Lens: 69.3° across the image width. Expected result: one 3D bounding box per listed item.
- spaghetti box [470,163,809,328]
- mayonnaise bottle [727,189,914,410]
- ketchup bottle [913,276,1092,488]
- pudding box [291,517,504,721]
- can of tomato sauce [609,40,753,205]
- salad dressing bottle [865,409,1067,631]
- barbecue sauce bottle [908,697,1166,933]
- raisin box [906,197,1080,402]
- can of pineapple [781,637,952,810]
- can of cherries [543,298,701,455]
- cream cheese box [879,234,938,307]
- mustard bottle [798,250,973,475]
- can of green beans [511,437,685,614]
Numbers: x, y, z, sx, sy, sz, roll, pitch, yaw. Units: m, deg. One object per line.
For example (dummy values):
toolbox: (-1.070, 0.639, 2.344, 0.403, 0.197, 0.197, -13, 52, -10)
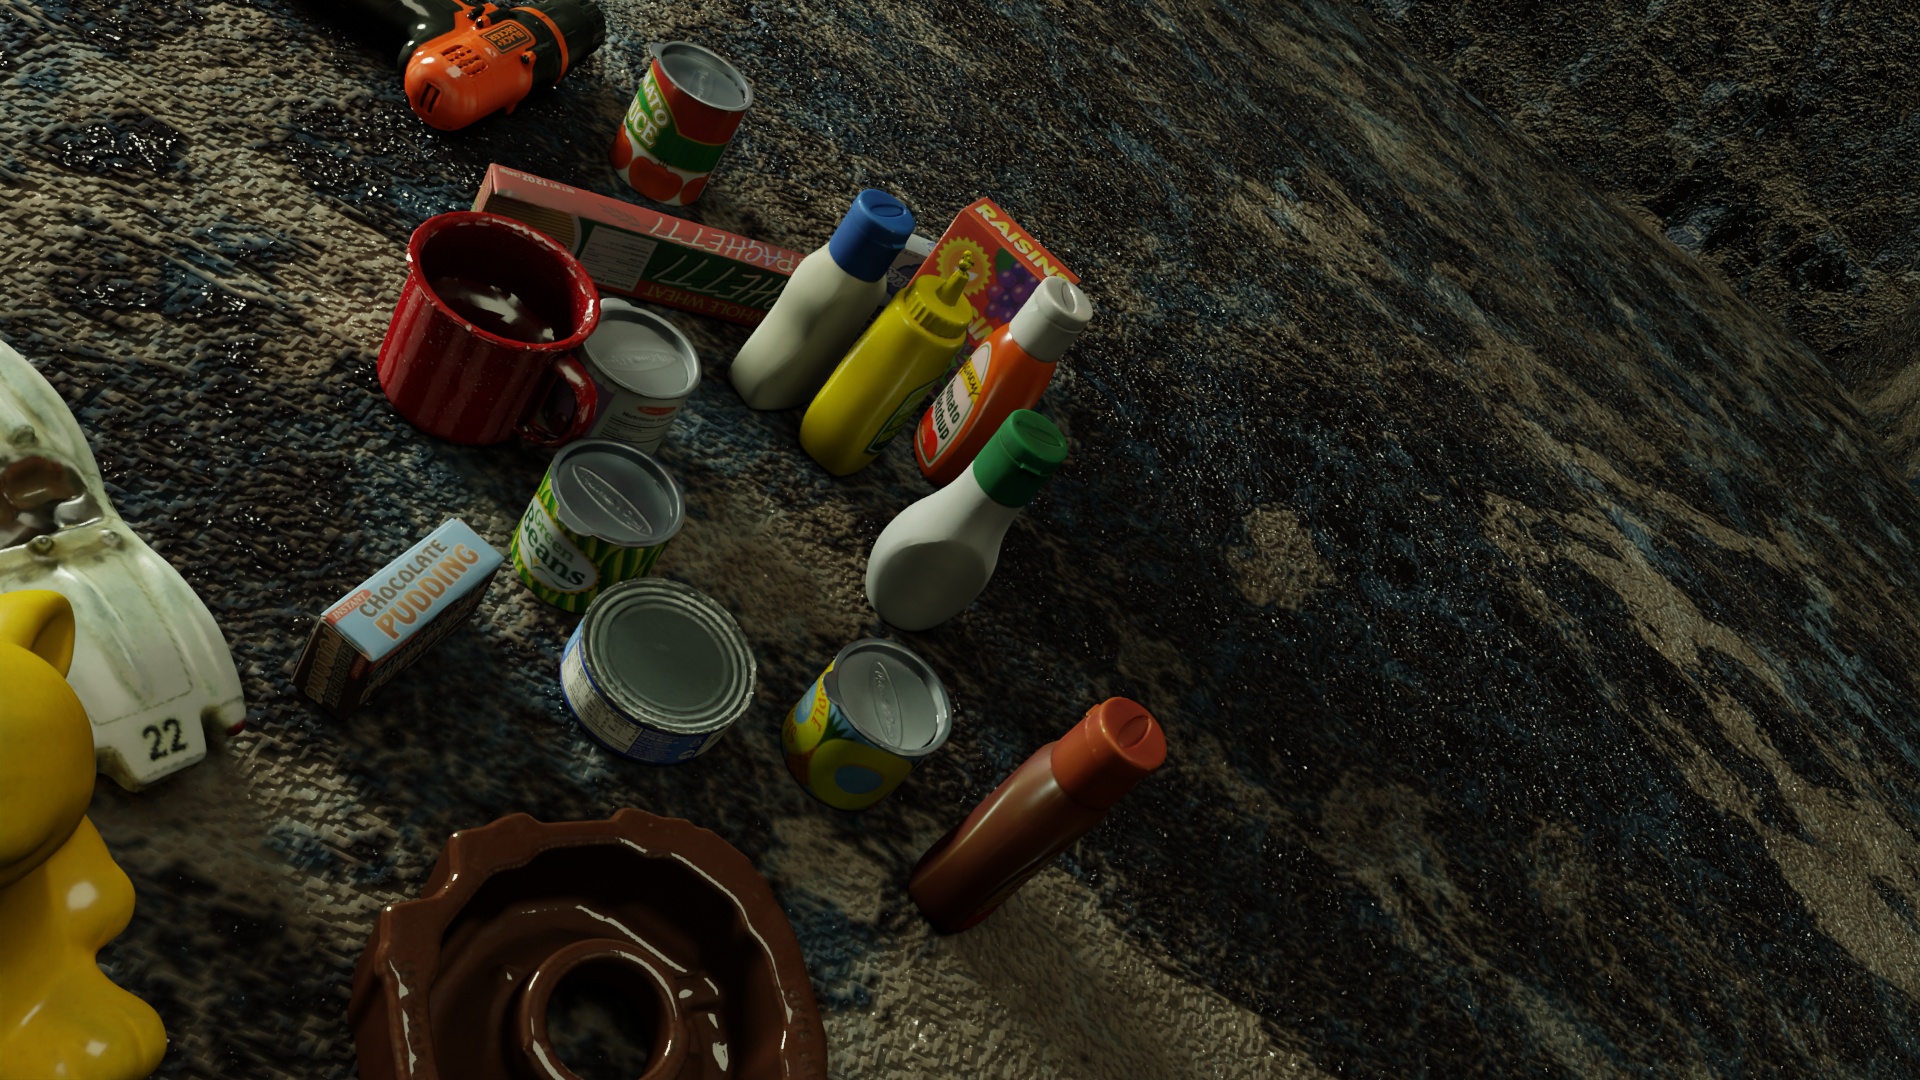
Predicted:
spaghetti box: (-0.168, -0.166, 0.840, 0.250, 0.050, 0.029, 10, 47, -35)
mayonnaise bottle: (-0.078, -0.138, 0.808, 0.065, 0.147, 0.041, -20, 67, -49)
ketchup bottle: (0.026, -0.098, 0.857, 0.043, 0.148, 0.065, 19, 42, -26)
pudding box: (-0.235, 0.031, 0.583, 0.030, 0.049, 0.084, 40, 37, -2)
can of tomato sauce: (-0.184, -0.271, 0.904, 0.071, 0.082, 0.071, 24, 40, -22)
salad dressing bottle: (0.003, -0.009, 0.749, 0.064, 0.147, 0.044, 24, 40, -21)
barbecue sauce bottle: (0.036, 0.126, 0.641, 0.044, 0.147, 0.065, 48, 37, 10)
raisin box: (0.008, -0.151, 0.916, 0.086, 0.122, 0.040, 43, 37, 3)
can of pineapple: (-0.048, 0.090, 0.680, 0.071, 0.057, 0.071, 24, 40, -22)
can of cherries: (-0.181, -0.084, 0.739, 0.071, 0.058, 0.072, 24, 40, -22)
cream cheese box: (-0.024, -0.182, 0.978, 0.104, 0.053, 0.024, 15, 44, -30)
mustard bottle: (-0.035, -0.104, 0.802, 0.049, 0.159, 0.065, 44, 37, 4)
can of green beans: (-0.175, -0.006, 0.667, 0.071, 0.057, 0.071, 24, 40, -22)
